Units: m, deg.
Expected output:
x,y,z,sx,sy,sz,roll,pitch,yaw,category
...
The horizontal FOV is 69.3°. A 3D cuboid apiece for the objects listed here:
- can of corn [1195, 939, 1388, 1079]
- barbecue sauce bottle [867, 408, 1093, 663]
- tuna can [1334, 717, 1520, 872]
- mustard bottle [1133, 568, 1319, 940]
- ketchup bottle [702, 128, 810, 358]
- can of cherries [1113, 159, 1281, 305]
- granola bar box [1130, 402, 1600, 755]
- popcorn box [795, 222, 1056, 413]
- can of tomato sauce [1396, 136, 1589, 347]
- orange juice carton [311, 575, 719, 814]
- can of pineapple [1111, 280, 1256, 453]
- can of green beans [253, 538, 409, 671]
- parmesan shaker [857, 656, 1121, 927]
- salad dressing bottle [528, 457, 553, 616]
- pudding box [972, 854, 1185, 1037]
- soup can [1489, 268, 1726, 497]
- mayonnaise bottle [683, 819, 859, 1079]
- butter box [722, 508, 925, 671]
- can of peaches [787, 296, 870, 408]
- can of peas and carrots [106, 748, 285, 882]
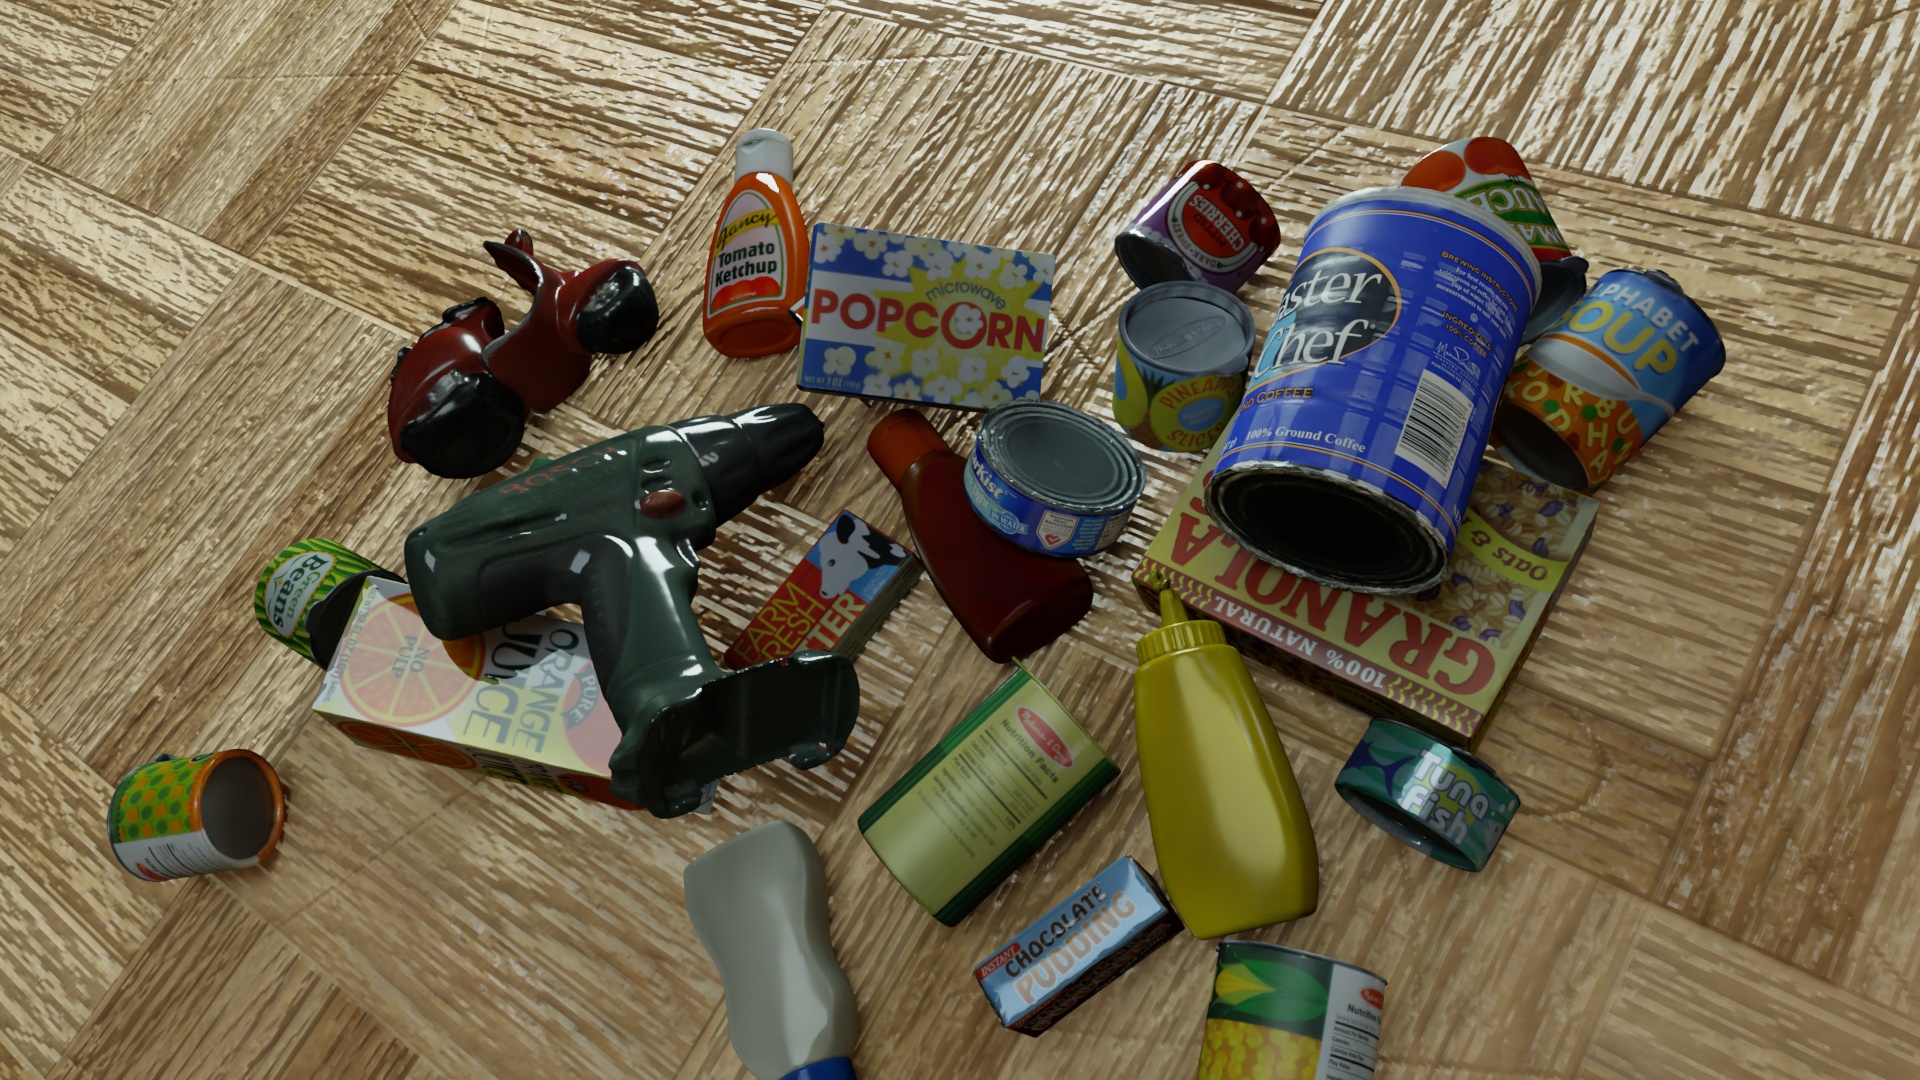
x,y,z,sx,sy,sz,roll,pitch,yaw,category
0.126,0.193,0.541,0.071,0.071,0.058,6,67,23,can of corn
0.003,-0.009,0.705,0.065,0.043,0.149,-30,56,-11,barbecue sauce bottle
0.189,0.103,0.562,0.071,0.071,0.033,28,78,30,tuna can
0.107,0.087,0.600,0.065,0.049,0.160,-18,69,20,mustard bottle
-0.121,-0.183,0.843,0.064,0.043,0.149,-11,60,15,ketchup bottle
0.124,-0.155,0.721,0.058,0.071,0.071,-46,58,-8,can of cherries
0.181,0.008,0.633,0.166,0.039,0.124,26,74,29,granola bar box
-0.018,-0.113,0.722,0.127,0.038,0.085,6,91,-8,popcorn box
0.253,-0.143,0.668,0.071,0.071,0.083,-18,59,11,can of tomato sauce
-0.210,0.083,0.699,0.193,0.072,0.072,13,66,0,orange juice carton
0.110,-0.084,0.686,0.071,0.057,0.071,-1,51,1,can of pineapple
-0.361,0.038,0.802,0.058,0.071,0.071,22,73,29,can of green beans
0.011,0.113,0.625,0.103,0.071,0.071,-42,58,-3,parmesan shaker
-0.256,0.025,0.784,0.064,0.044,0.148,12,67,21,salad dressing bottle
0.051,0.172,0.589,0.084,0.049,0.030,-36,59,-1,pudding box
0.283,-0.070,0.618,0.084,0.071,0.071,-43,58,-5,soup can
-0.078,0.205,0.626,0.065,0.041,0.148,-28,59,7,mayonnaise bottle
-0.071,0.038,0.719,0.053,0.024,0.103,32,78,32,butter box
-0.051,-0.118,0.771,0.058,0.071,0.071,-40,57,-3,can of peaches
-0.418,0.149,0.765,0.058,0.070,0.071,-11,61,14,can of peas and carrots
